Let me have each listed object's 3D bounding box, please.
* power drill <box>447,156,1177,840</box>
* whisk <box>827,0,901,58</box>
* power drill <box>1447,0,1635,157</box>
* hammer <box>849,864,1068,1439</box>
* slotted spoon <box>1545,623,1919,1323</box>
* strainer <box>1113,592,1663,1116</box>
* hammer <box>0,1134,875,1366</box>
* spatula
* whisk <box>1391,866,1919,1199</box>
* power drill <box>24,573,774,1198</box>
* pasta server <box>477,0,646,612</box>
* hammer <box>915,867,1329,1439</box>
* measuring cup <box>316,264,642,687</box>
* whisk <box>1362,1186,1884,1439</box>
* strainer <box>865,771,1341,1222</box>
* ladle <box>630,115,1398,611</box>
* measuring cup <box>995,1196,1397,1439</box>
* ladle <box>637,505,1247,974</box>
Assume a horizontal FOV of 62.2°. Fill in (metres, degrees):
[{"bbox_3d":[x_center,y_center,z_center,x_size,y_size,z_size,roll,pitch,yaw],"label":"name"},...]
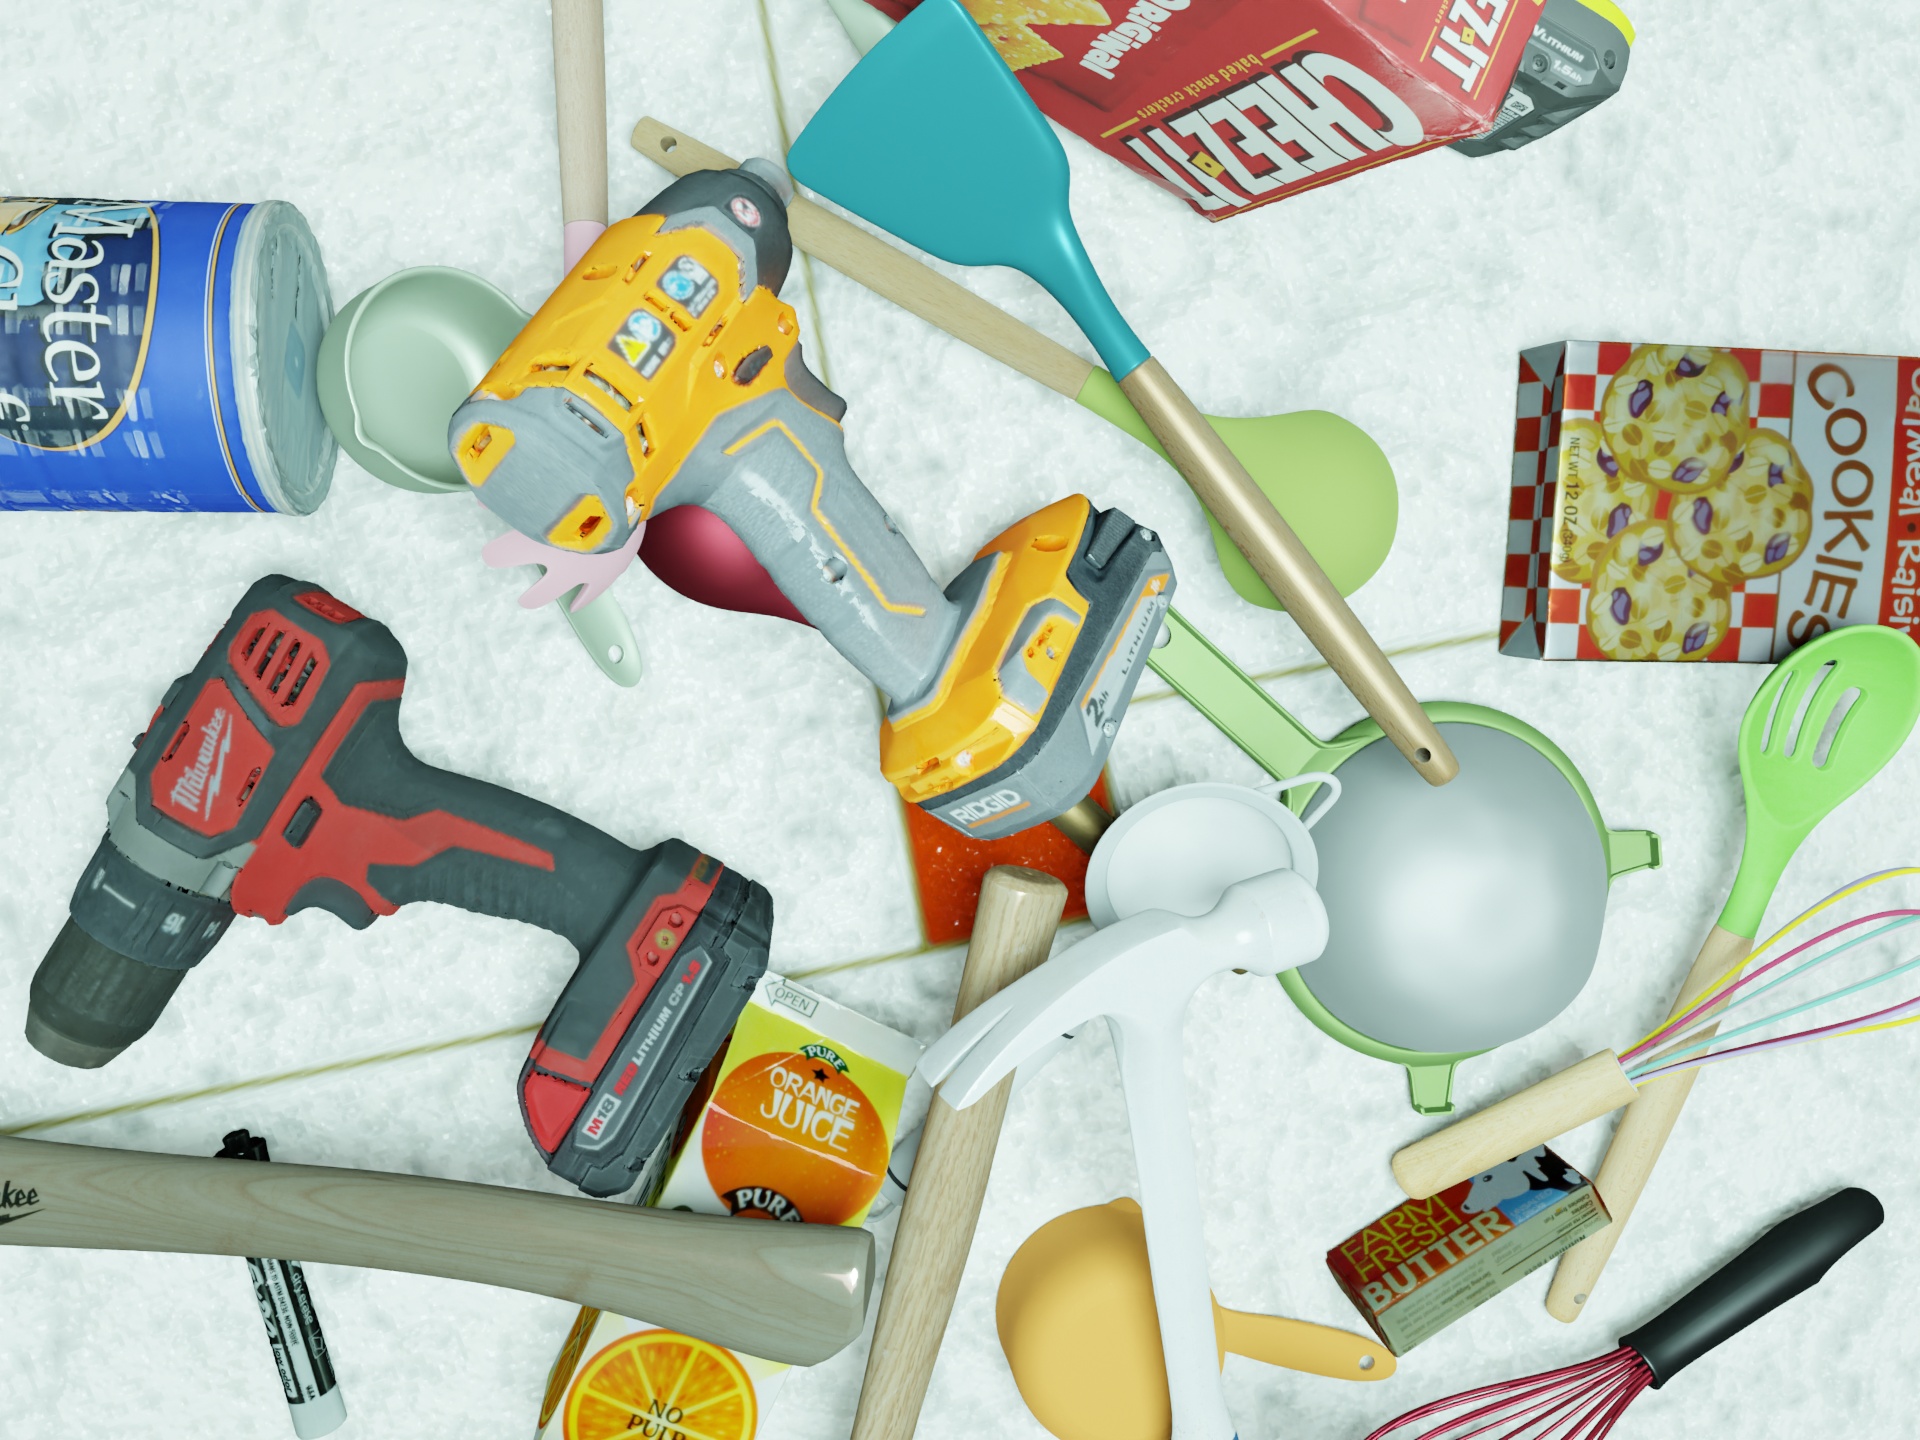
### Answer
[{"bbox_3d":[-0.036,-0.082,0.541,0.226,0.084,0.164,38,56,-19],"label":"power drill"},{"bbox_3d":[-0.045,-0.276,0.568,0.058,0.059,0.246,-25,105,33],"label":"whisk"},{"bbox_3d":[0.214,-0.334,0.578,0.171,0.080,0.223,24,89,-9],"label":"power drill"},{"bbox_3d":[-0.015,0.213,0.578,0.031,0.130,0.331,18,97,30],"label":"hammer"},{"bbox_3d":[0.300,0.107,0.643,0.070,0.031,0.313,15,103,-13],"label":"slotted spoon"},{"bbox_3d":[0.158,0.036,0.612,0.256,0.069,0.151,41,90,-11],"label":"strainer"},{"bbox_3d":[-0.233,0.157,0.533,0.410,0.038,0.146,5,110,4],"label":"hammer"},{"bbox_3d":[0.072,-0.097,0.550,0.082,0.044,0.317,-36,96,32],"label":"spatula"},{"bbox_3d":[0.279,0.130,0.616,0.245,0.051,0.047,-33,99,19],"label":"whisk"},{"bbox_3d":[-0.200,0.080,0.569,0.226,0.080,0.188,32,91,-7],"label":"power drill"},{"bbox_3d":[-0.137,-0.197,0.557,0.040,0.060,0.316,-4,87,37],"label":"pasta server"},{"bbox_3d":[0.083,0.258,0.586,0.144,0.035,0.405,-16,110,-19],"label":"hammer"},{"bbox_3d":[-0.167,-0.081,0.574,0.083,0.038,0.167,-47,123,-34],"label":"measuring cup"},{"bbox_3d":[0.266,0.277,0.658,0.296,0.073,0.073,-29,99,-10],"label":"whisk"},{"bbox_3d":[0.043,0.104,0.607,0.086,0.050,0.258,38,103,-21],"label":"strainer"},{"bbox_3d":[0.022,-0.138,0.597,0.320,0.062,0.078,29,93,-3],"label":"ladle"},{"bbox_3d":[0.101,0.254,0.636,0.173,0.052,0.095,13,94,-7],"label":"measuring cup"},{"bbox_3d":[-0.001,-0.002,0.610,0.315,0.031,0.069,41,89,-11],"label":"ladle"}]
